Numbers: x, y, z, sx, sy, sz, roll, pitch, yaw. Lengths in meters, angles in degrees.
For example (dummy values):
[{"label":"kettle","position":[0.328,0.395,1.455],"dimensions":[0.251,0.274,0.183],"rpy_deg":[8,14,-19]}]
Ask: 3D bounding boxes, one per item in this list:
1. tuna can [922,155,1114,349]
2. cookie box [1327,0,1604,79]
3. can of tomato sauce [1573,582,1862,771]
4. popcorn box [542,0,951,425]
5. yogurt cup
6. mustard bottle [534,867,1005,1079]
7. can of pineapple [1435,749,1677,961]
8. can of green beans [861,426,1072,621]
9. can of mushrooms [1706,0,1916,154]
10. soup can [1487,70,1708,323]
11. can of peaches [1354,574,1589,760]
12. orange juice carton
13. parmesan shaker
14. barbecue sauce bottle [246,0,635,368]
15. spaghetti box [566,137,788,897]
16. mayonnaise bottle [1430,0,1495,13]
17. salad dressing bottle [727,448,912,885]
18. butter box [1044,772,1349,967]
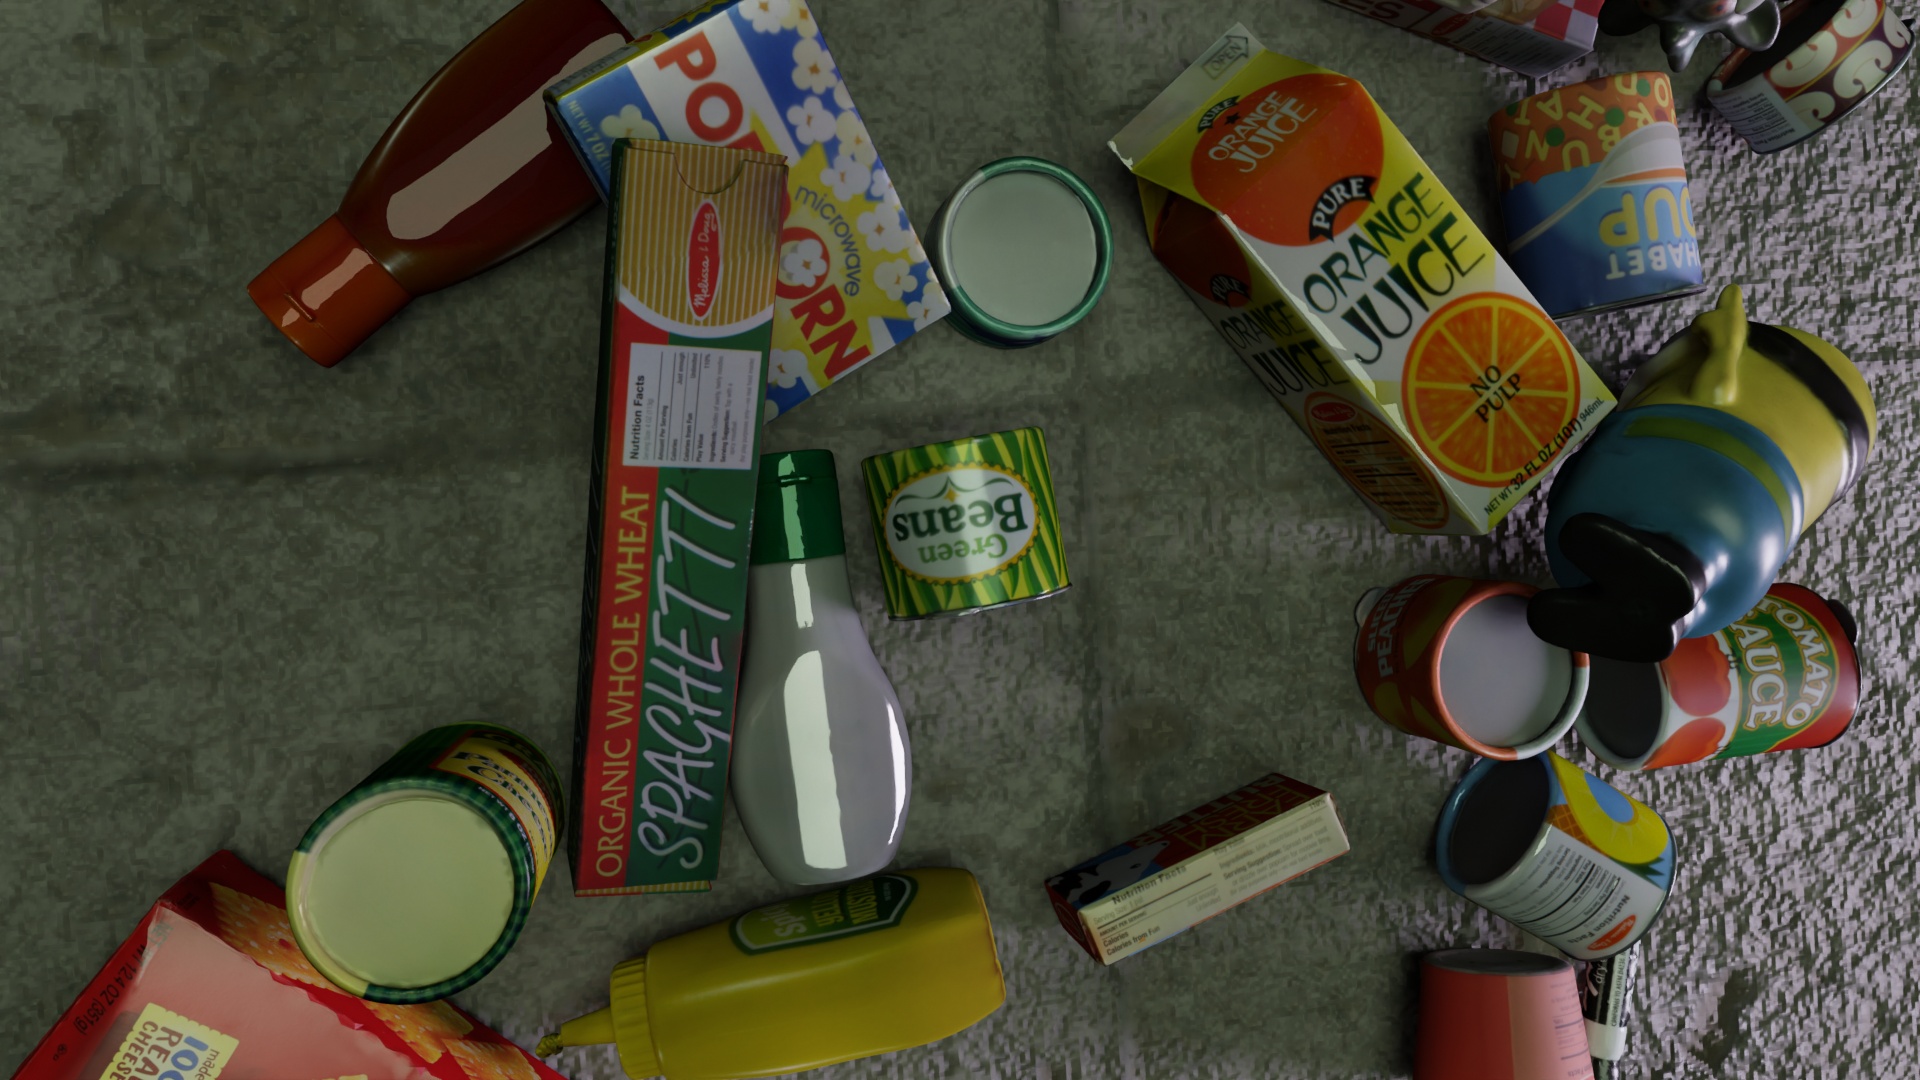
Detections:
[{"label":"tuna can","position":[0.023,-0.104,0.508],"dimensions":[0.071,0.033,0.071],"rpy_deg":[0,91,-11]},{"label":"cookie box","position":[0.176,-0.267,0.533],"dimensions":[0.167,0.040,0.123],"rpy_deg":[16,88,-11]},{"label":"can of tomato sauce","position":[0.292,0.053,0.543],"dimensions":[0.083,0.071,0.071],"rpy_deg":[-5,92,-10]},{"label":"popcorn box","position":[-0.068,-0.112,0.465],"dimensions":[0.085,0.038,0.126],"rpy_deg":[-33,120,-10]},{"label":"yogurt cup","position":[0.206,0.188,0.531],"dimensions":[0.072,0.072,0.054],"rpy_deg":[1,83,-11]},{"label":"mustard bottle","position":[-0.067,0.154,0.478],"dimensions":[0.160,0.065,0.048],"rpy_deg":[-12,97,-7]},{"label":"can of pineapple","position":[0.227,0.117,0.534],"dimensions":[0.058,0.071,0.071],"rpy_deg":[30,85,-10]},{"label":"can of green beans","position":[0.002,-0.006,0.487],"dimensions":[0.071,0.071,0.057],"rpy_deg":[-11,93,-11]},{"label":"can of mushrooms","position":[0.337,-0.191,0.551],"dimensions":[0.033,0.071,0.071],"rpy_deg":[43,83,-7]},{"label":"soup can","position":[0.245,-0.129,0.532],"dimensions":[0.071,0.071,0.083],"rpy_deg":[-11,93,-11]},{"label":"can of peaches","position":[0.192,0.046,0.529],"dimensions":[0.071,0.058,0.071],"rpy_deg":[0,91,-11]},{"label":"orange juice carton","position":[0.140,-0.095,0.511],"dimensions":[0.072,0.073,0.192],"rpy_deg":[-43,97,-7]},{"label":"parmesan shaker","position":[-0.161,0.100,0.437],"dimensions":[0.071,0.103,0.071],"rpy_deg":[0,91,-11]},{"label":"barbecue sauce bottle","position":[-0.167,-0.119,0.465],"dimensions":[0.149,0.043,0.065],"rpy_deg":[-42,105,-7]},{"label":"spaghetti box","position":[-0.095,-0.001,0.450],"dimensions":[0.050,0.029,0.249],"rpy_deg":[2,107,-22]},{"label":"mayonnaise bottle","position":[0.195,-0.268,0.496],"dimensions":[0.065,0.041,0.148],"rpy_deg":[26,85,-13]},{"label":"salad dressing bottle","position":[-0.053,0.043,0.489],"dimensions":[0.064,0.044,0.147],"rpy_deg":[-7,91,-17]},{"label":"butter box","position":[0.086,0.120,0.512],"dimensions":[0.104,0.053,0.024],"rpy_deg":[-22,92,-11]}]
